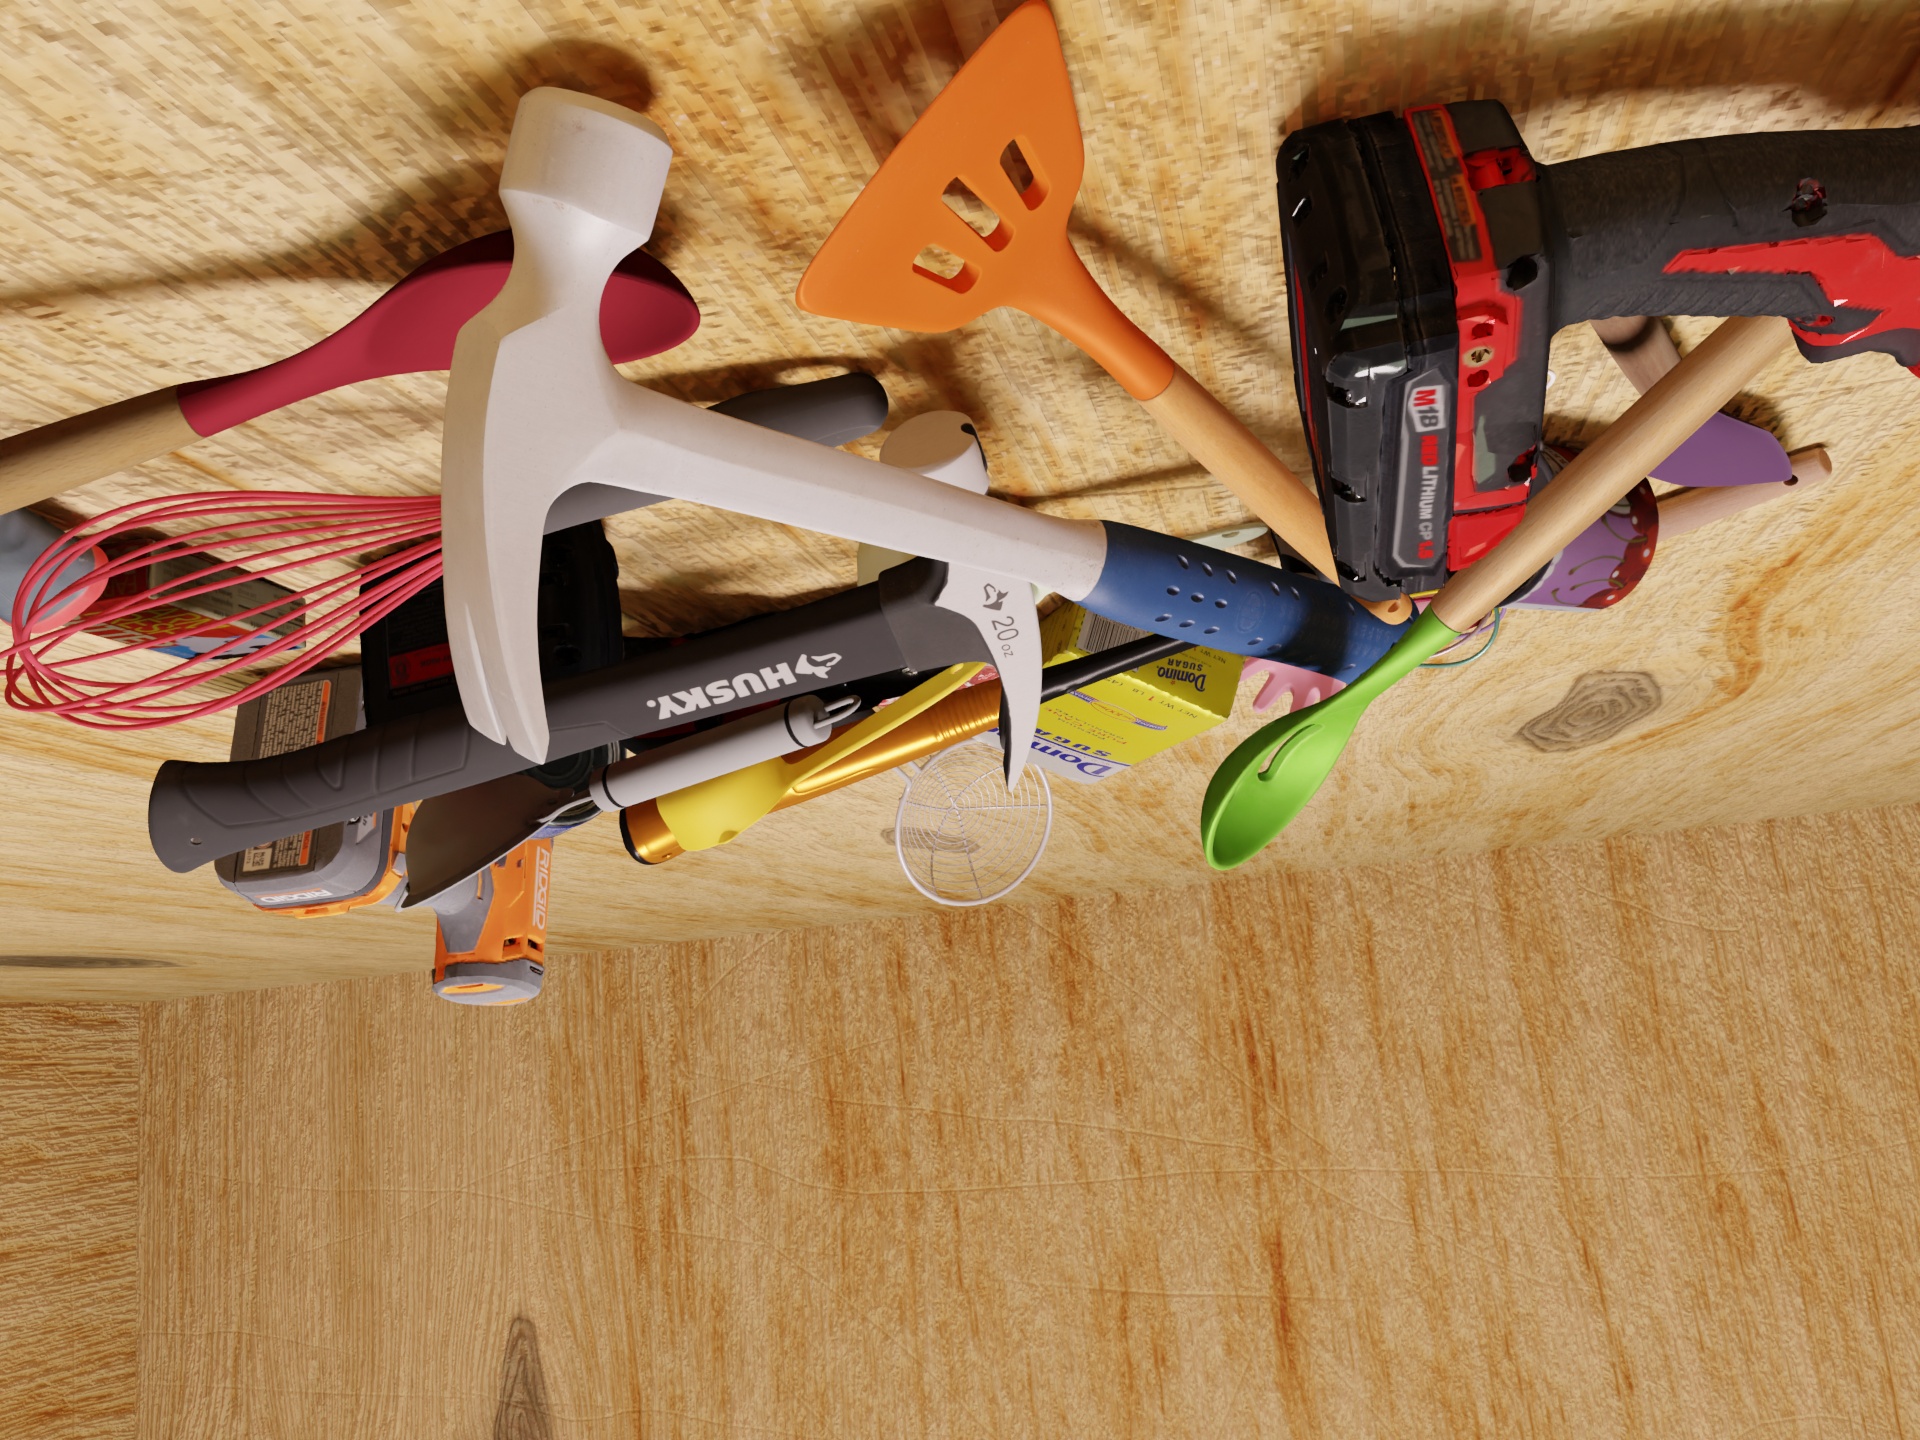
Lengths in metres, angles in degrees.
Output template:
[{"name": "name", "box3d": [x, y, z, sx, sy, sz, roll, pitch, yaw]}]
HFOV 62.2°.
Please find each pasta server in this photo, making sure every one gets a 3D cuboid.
[{"name": "pasta server", "box3d": [0.263, -0.065, 0.780, 0.316, 0.060, 0.040, -22, -159, 49]}]

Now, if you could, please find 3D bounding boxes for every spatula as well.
[{"name": "spatula", "box3d": [0.242, -0.118, 0.553, 0.060, 0.018, 0.315, 1, 174, 33]}, {"name": "spatula", "box3d": [0.072, -0.083, 0.460, 0.081, 0.041, 0.322, -48, 141, 12]}]

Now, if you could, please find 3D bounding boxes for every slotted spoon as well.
[{"name": "slotted spoon", "box3d": [0.179, -0.052, 0.523, 0.070, 0.031, 0.313, -7, 147, -47]}]

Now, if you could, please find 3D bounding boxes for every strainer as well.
[{"name": "strainer", "box3d": [-0.149, 0.027, 0.652, 0.258, 0.050, 0.087, -18, -161, 25]}]

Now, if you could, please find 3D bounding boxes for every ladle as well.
[{"name": "ladle", "box3d": [-0.221, -0.070, 0.410, 0.315, 0.031, 0.069, -18, 170, 2]}]

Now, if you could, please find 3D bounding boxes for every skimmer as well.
[{"name": "skimmer", "box3d": [-0.019, 0.039, 1.022, 0.090, 0.127, 0.363, 35, 175, 19]}]

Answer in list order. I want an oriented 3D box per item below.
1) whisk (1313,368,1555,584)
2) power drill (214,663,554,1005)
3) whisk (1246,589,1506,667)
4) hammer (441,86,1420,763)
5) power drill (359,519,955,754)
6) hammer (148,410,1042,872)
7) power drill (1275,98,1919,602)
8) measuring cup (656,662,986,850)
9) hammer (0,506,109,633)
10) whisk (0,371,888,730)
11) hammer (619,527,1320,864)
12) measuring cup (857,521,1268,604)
[{"name": "whisk", "box3d": [0.161, -0.083, 0.608, 0.070, 0.070, 0.284, -6, 173, 5]}, {"name": "power drill", "box3d": [-0.293, 0.052, 0.861, 0.084, 0.164, 0.226, -8, 156, 12]}, {"name": "whisk", "box3d": [0.167, -0.043, 0.819, 0.245, 0.051, 0.047, -9, -166, 42]}, {"name": "hammer", "box3d": [0.029, -0.045, 0.488, 0.035, 0.144, 0.405, 22, -171, 42]}, {"name": "power drill", "box3d": [-0.120, -0.028, 0.692, 0.188, 0.080, 0.226, -11, 170, 27]}, {"name": "hammer", "box3d": [-0.132, 0.001, 0.559, 0.335, 0.035, 0.146, -15, 134, 9]}, {"name": "power drill", "box3d": [0.197, -0.103, 0.395, 0.219, 0.079, 0.143, -10, 149, 10]}, {"name": "measuring cup", "box3d": [-0.060, 0.003, 0.665, 0.156, 0.029, 0.062, -30, -159, 11]}, {"name": "hammer", "box3d": [-0.308, -0.089, 0.390, 0.143, 0.038, 0.386, -1, 168, -14]}, {"name": "whisk", "box3d": [-0.165, -0.060, 0.503, 0.296, 0.073, 0.073, -17, 168, 0]}, {"name": "hammer", "box3d": [-0.001, -0.002, 0.712, 0.337, 0.034, 0.127, -20, 170, 10]}, {"name": "measuring cup", "box3d": [0.037, -0.073, 0.636, 0.167, 0.038, 0.083, -11, 167, 17]}]
